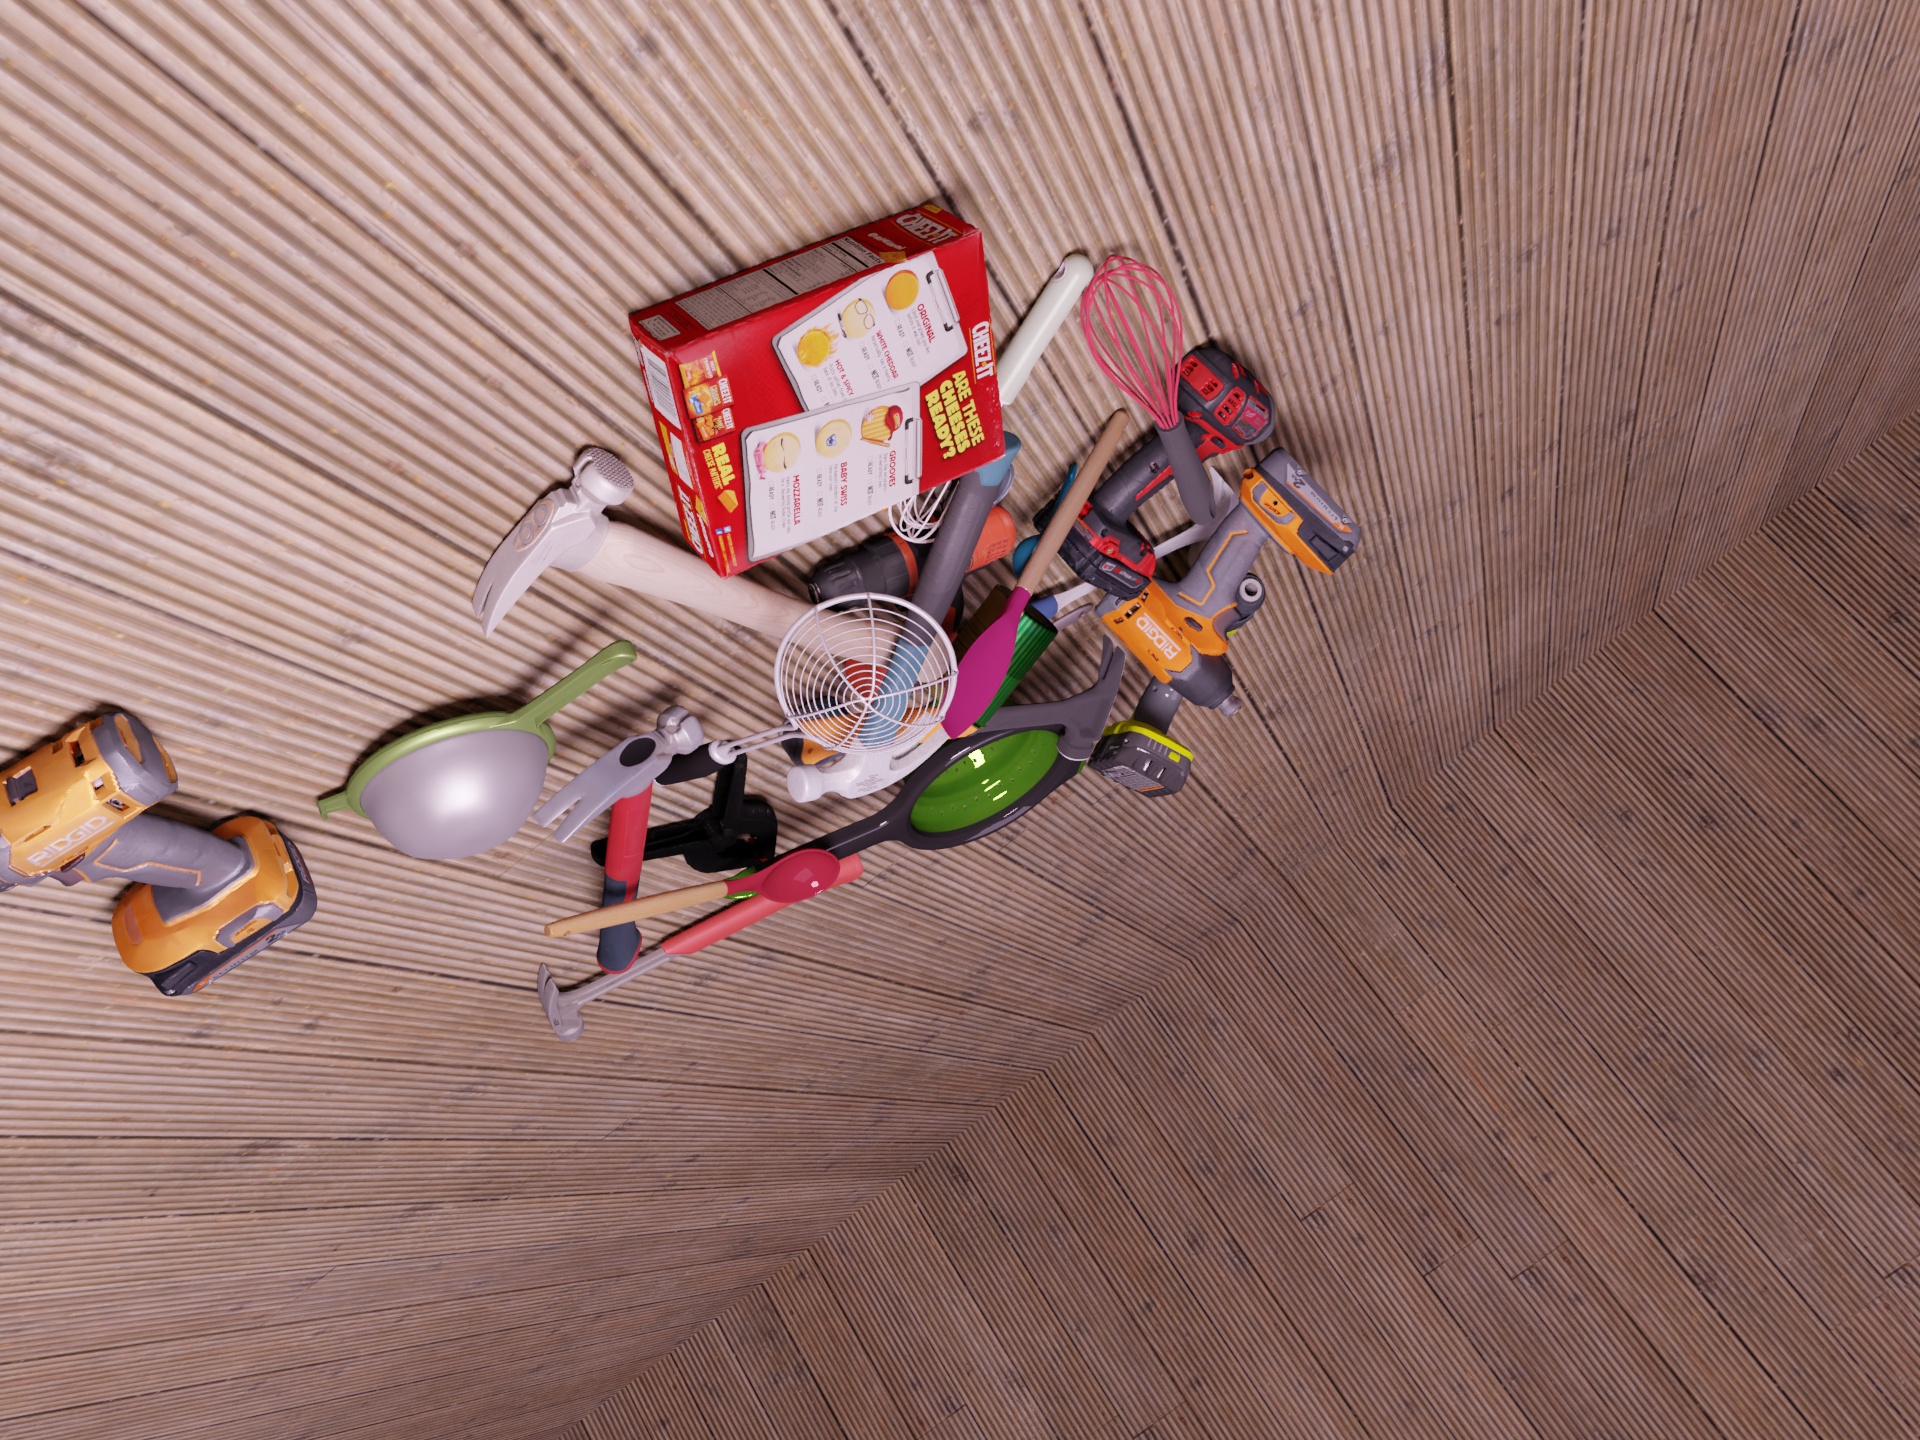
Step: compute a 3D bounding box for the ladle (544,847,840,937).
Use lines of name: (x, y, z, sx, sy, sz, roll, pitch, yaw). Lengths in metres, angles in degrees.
ladle: (-0.226, 0.152, 1.377, 0.315, 0.031, 0.069, -8, 136, -50)

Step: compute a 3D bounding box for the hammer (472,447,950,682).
hammer: (-0.153, -0.077, 1.158, 0.146, 0.038, 0.410, -44, 147, 22)

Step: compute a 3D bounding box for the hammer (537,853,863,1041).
hammer: (-0.263, 0.216, 1.646, 0.359, 0.037, 0.149, -26, 155, -21)

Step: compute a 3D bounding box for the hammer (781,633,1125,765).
hammer: (-0.002, -0.004, 1.406, 0.336, 0.034, 0.127, -7, 129, -33)

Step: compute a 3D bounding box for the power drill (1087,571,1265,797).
power drill: (0.222, -0.044, 1.591, 0.228, 0.080, 0.190, -64, -172, -10)

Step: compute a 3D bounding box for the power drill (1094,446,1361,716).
power drill: (0.258, -0.121, 1.460, 0.226, 0.164, 0.084, -43, 178, 13)

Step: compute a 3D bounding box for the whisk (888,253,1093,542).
whisk: (0.023, -0.231, 1.159, 0.059, 0.058, 0.246, 24, 116, -25)

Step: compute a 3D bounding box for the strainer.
strainer: (-0.315, 0.033, 1.123, 0.256, 0.069, 0.151, -32, 160, 23)

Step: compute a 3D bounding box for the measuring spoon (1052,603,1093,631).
measuring spoon: (0.084, -0.079, 1.580, 0.124, 0.018, 0.034, -32, 157, -10)

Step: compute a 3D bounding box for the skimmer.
skimmer: (-0.140, -0.007, 1.217, 0.363, 0.127, 0.090, -17, -141, 54)

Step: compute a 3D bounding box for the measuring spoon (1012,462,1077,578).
measuring spoon: (0.069, -0.168, 1.325, 0.042, 0.021, 0.129, 79, 30, -56)

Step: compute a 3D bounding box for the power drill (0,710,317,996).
power drill: (-0.537, 0.100, 0.994, 0.185, 0.084, 0.226, -33, 153, -5)

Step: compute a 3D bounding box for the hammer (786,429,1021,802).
hammer: (-0.030, -0.073, 1.210, 0.128, 0.033, 0.330, -8, 134, -40)

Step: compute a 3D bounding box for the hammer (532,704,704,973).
hammer: (-0.294, 0.133, 1.333, 0.143, 0.038, 0.386, -41, 166, -32)

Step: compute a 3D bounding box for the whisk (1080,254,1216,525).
whisk: (0.157, -0.245, 1.231, 0.073, 0.073, 0.295, -36, 142, 0)

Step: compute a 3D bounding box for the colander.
colander: (-0.064, 0.063, 1.561, 0.397, 0.095, 0.204, -22, 152, -17)

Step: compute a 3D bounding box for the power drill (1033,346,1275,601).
power drill: (0.181, -0.214, 1.382, 0.219, 0.079, 0.143, -47, 151, 17)

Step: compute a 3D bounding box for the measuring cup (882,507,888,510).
measuring cup: (-0.079, -0.167, 1.141, 0.095, 0.052, 0.173, -41, 155, 11)

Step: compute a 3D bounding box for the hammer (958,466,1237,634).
hammer: (0.096, -0.118, 1.501, 0.405, 0.035, 0.144, -27, 156, -19)

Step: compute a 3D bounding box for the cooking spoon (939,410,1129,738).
cooking spoon: (0.061, -0.123, 1.273, 0.319, 0.017, 0.068, -60, 149, -19)
